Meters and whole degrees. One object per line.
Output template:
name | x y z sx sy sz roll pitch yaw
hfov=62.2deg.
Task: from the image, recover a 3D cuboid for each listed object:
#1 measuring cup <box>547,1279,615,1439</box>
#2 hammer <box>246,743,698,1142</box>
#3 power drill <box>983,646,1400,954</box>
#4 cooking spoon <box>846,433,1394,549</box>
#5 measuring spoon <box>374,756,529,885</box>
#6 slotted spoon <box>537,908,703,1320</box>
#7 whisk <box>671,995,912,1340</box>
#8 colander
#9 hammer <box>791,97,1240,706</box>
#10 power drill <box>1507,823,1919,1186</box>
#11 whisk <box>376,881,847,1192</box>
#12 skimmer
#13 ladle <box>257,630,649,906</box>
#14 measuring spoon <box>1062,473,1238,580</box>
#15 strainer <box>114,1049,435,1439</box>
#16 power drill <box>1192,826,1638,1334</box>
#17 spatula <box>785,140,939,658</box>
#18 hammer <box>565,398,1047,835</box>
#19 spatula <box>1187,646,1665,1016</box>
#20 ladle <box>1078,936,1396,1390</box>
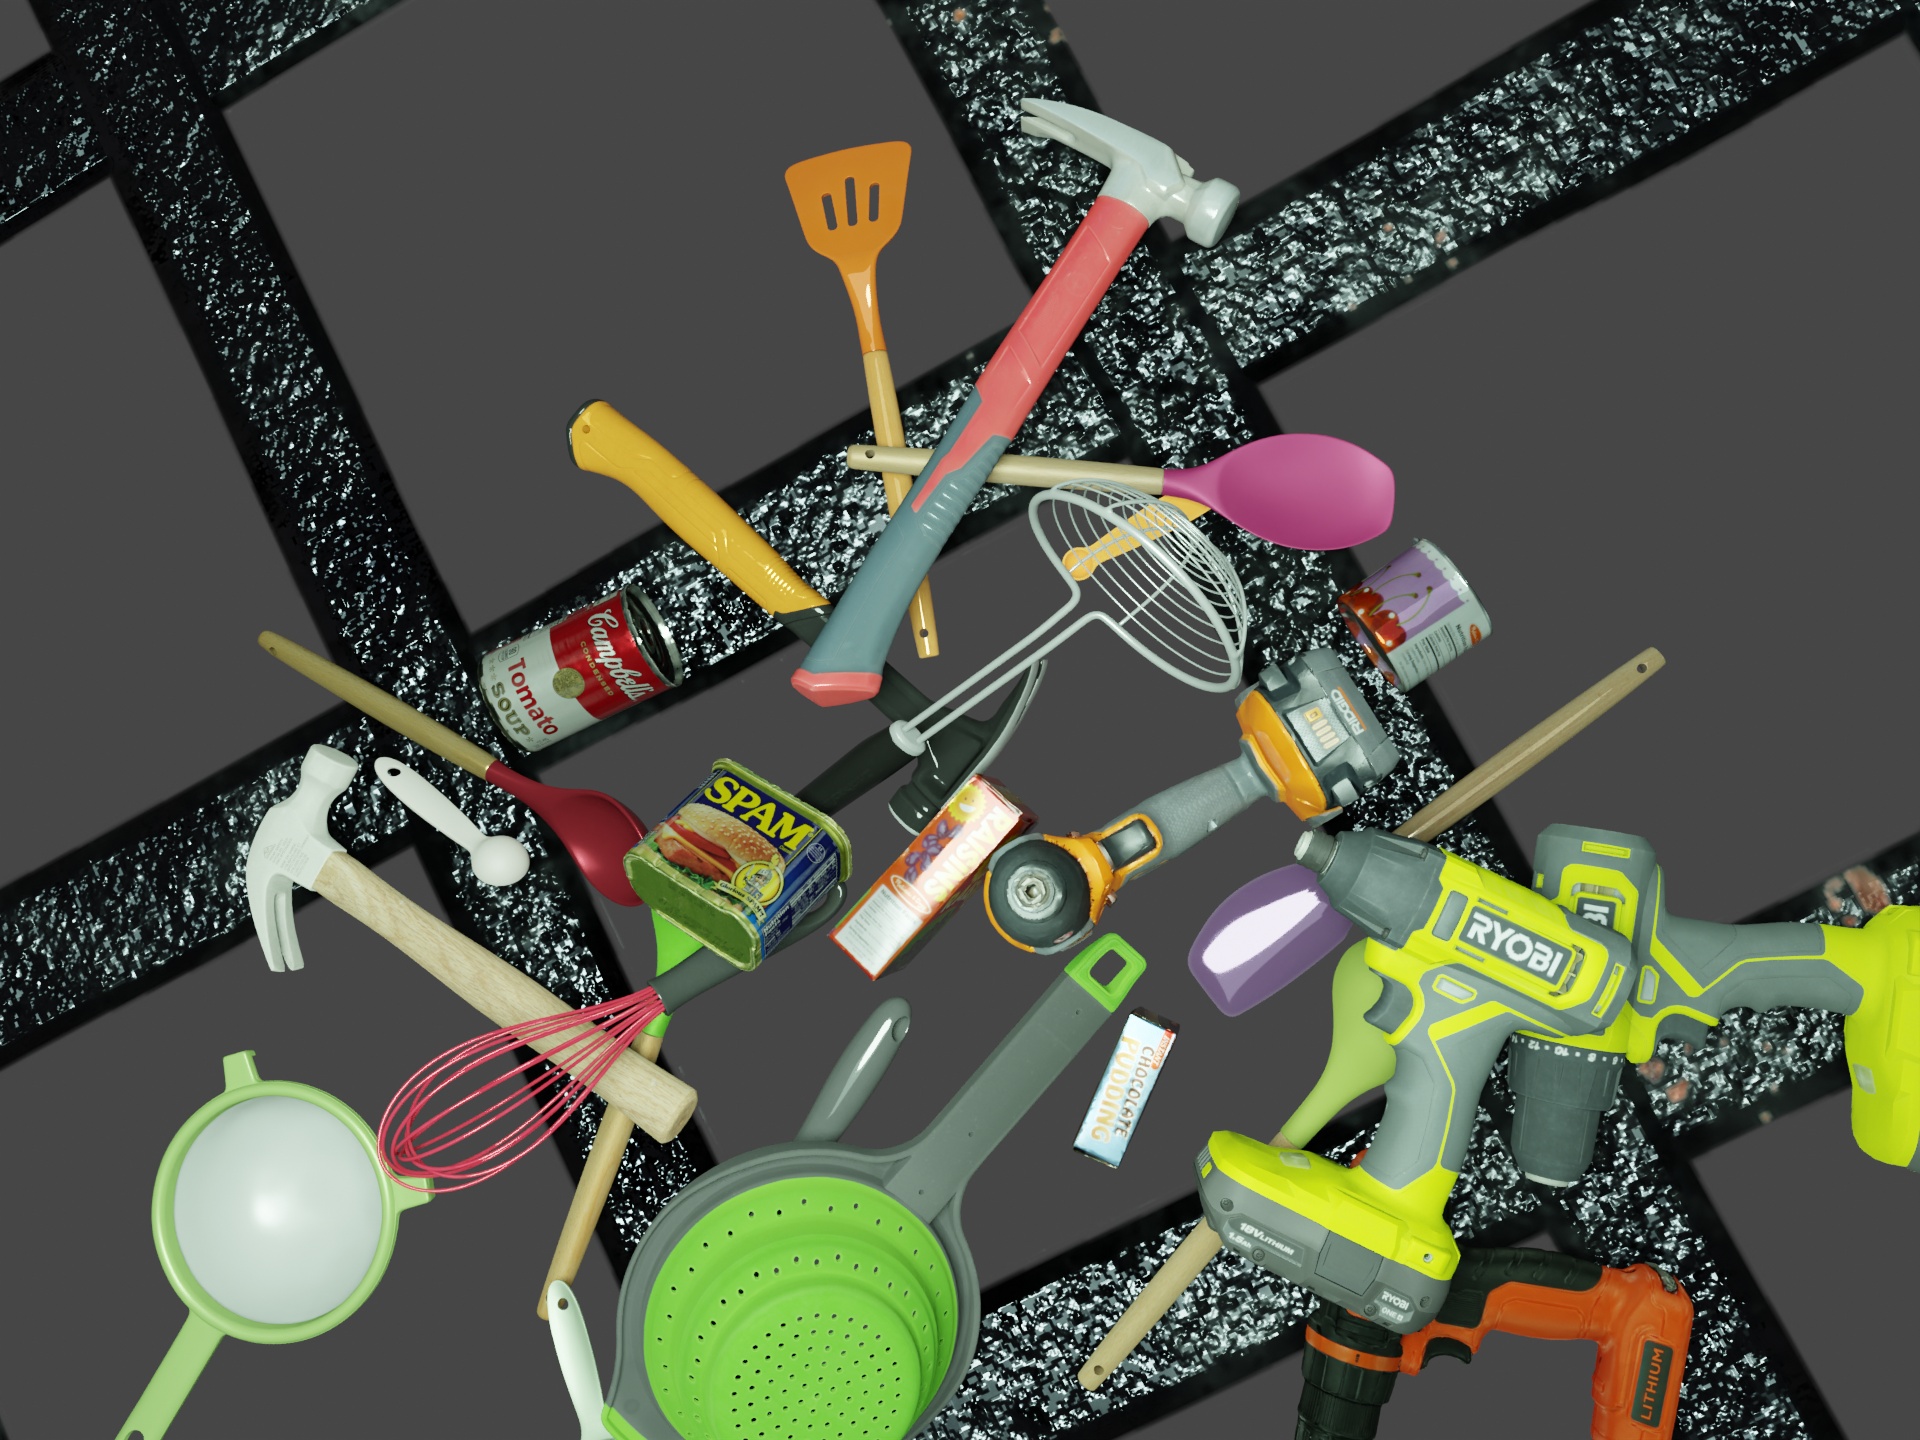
measuring cup | -0.208 0.409 0.936 0.083 0.038 0.168 -20 81 7
hammer | -0.298 0.151 0.957 0.331 0.031 0.130 31 93 15
power drill | 0.115 0.052 0.850 0.226 0.164 0.084 -31 80 3
cooking spoon | 0.092 -0.142 0.928 0.319 0.017 0.069 5 84 3
measuring spoon | -0.316 0.057 0.980 0.124 0.018 0.034 36 49 13
slotted spoon | -0.192 0.212 0.953 0.070 0.031 0.314 21 91 9
whisk | -0.099 0.262 0.926 0.055 0.055 0.239 33 87 9
colander | -0.028 0.280 0.864 0.204 0.094 0.397 42 87 -12
hammer | 0.005 -0.182 0.911 0.143 0.038 0.386 30 79 10
power drill | 0.408 0.165 0.842 0.228 0.080 0.190 8 87 12
whisk | -0.187 0.166 0.894 0.296 0.073 0.073 -31 81 -22
skimmer | -0.001 -0.003 0.818 0.127 0.090 0.363 46 130 -11
ladle | -0.311 0.020 0.983 0.315 0.031 0.069 28 122 13
measuring spoon | 0.113 -0.116 0.941 0.117 0.011 0.021 -29 84 2
strainer | -0.425 0.333 0.957 0.151 0.069 0.256 31 92 7
power drill | 0.214 0.174 0.807 0.171 0.080 0.223 25 92 3
spatula | -0.045 -0.197 0.964 0.081 0.041 0.322 -10 88 7
hammer | -0.106 -0.086 0.950 0.337 0.034 0.127 41 106 11
spatula | 0.263 0.057 0.900 0.316 0.018 0.060 -37 81 5
ladle | 0.169 0.252 0.894 0.078 0.062 0.320 38 99 8
